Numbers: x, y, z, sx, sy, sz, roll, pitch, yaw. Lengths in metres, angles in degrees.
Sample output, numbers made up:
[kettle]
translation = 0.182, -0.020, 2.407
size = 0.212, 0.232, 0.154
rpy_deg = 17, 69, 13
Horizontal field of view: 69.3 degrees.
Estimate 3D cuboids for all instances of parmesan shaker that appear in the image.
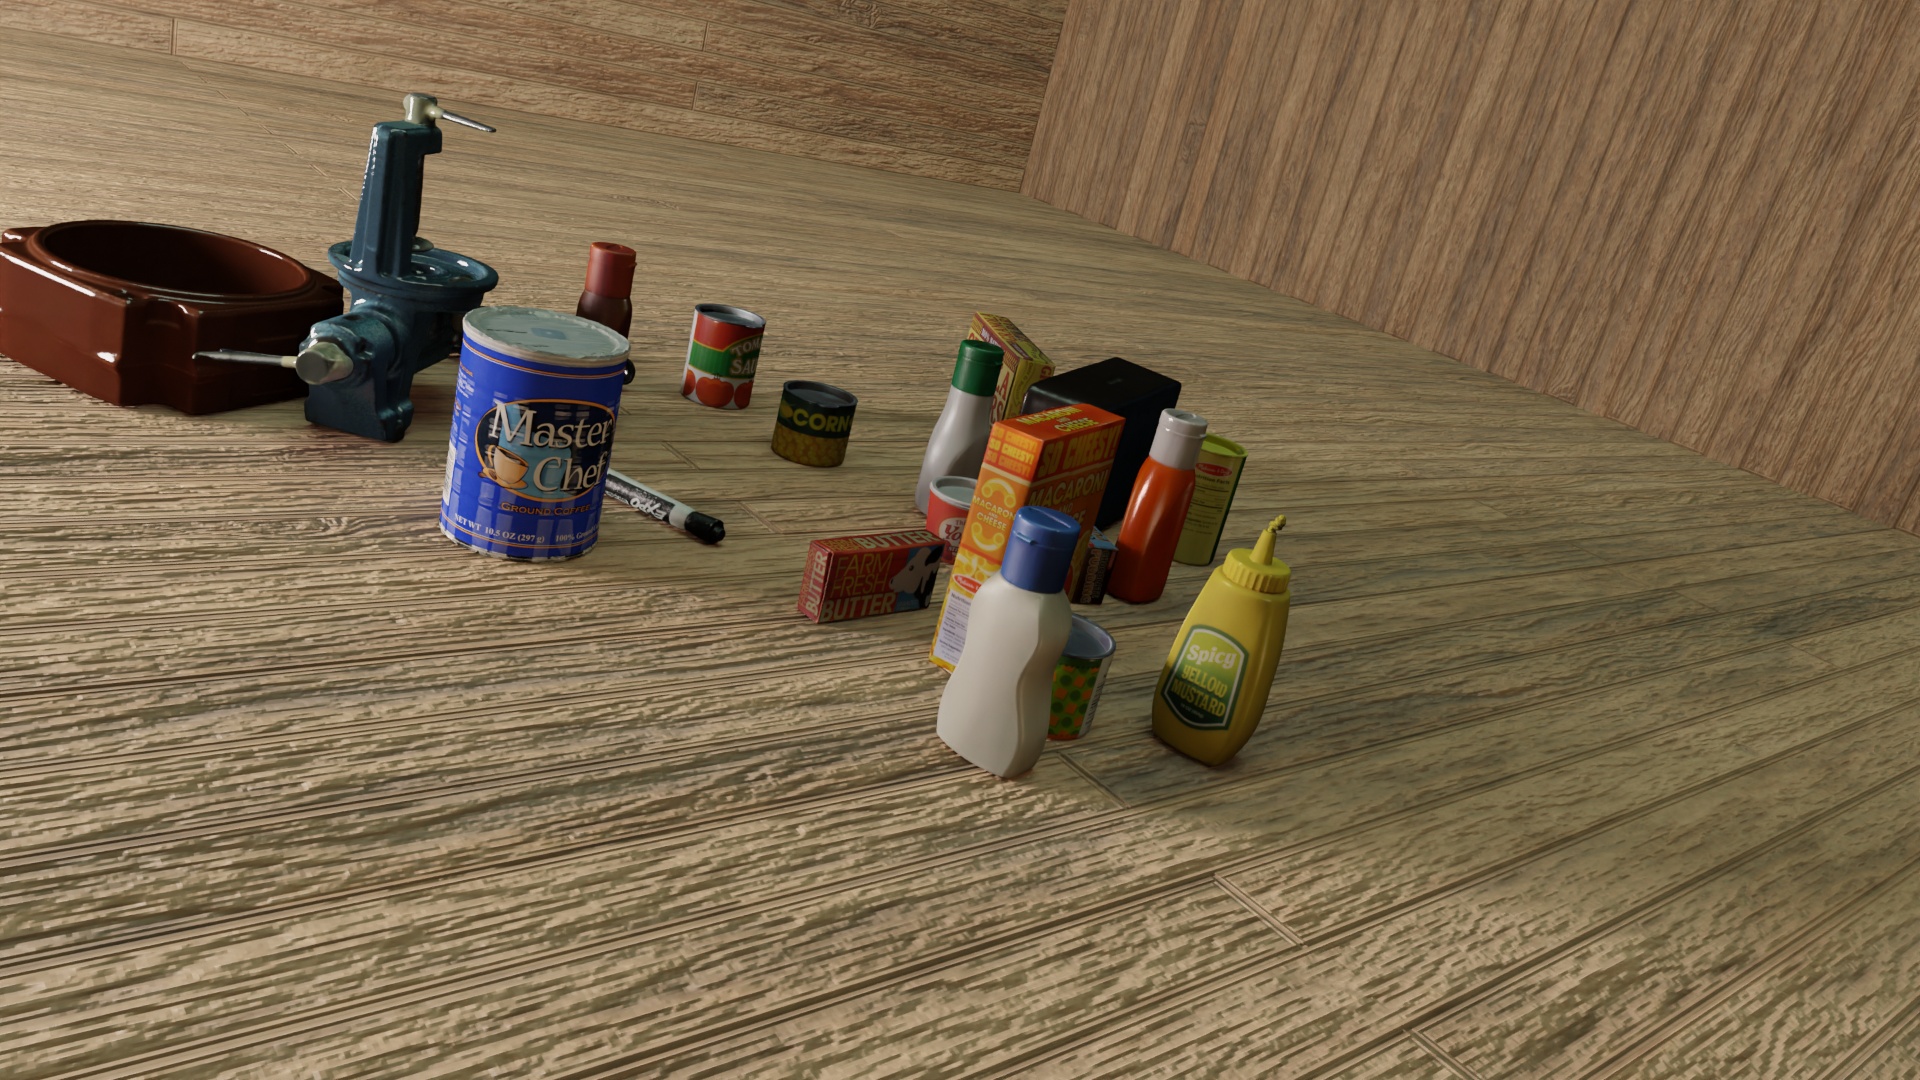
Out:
[parmesan shaker]
translation = 0.201, -0.039, 1.209
size = 0.071, 0.102, 0.071
rpy_deg = 13, 20, -5

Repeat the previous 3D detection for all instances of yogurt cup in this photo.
[yogurt cup]
translation = 0.004, -0.013, 1.075
size = 0.072, 0.053, 0.072
rpy_deg = 13, 20, -5

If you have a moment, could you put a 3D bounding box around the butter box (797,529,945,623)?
[butter box]
translation = -0.059, 0.023, 0.935
size = 0.104, 0.053, 0.024
rpy_deg = -5, 28, -44

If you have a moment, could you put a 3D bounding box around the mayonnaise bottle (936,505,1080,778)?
[mayonnaise bottle]
translation = 0.031, 0.055, 0.774
size = 0.065, 0.147, 0.041
rpy_deg = 29, 24, 34

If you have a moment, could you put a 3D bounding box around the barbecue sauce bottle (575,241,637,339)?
[barbecue sauce bottle]
translation = -0.295, -0.168, 1.139
size = 0.044, 0.148, 0.065
rpy_deg = 14, 19, -2

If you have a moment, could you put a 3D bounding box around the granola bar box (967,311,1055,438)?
[granola bar box]
translation = 0.035, -0.136, 1.322
size = 0.039, 0.123, 0.166
rpy_deg = 8, 21, -18

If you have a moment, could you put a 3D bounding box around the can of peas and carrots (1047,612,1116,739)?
[can of peas and carrots]
translation = 0.054, 0.080, 0.853
size = 0.071, 0.058, 0.071
rpy_deg = 13, 20, -5

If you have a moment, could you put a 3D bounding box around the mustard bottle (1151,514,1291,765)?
[mustard bottle]
translation = 0.166, 0.057, 0.847
size = 0.065, 0.159, 0.049
rpy_deg = 25, 22, 28

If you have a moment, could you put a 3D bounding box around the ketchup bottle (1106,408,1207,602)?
[ketchup bottle]
translation = 0.154, -0.027, 1.079
size = 0.043, 0.148, 0.065
rpy_deg = 25, 22, 26

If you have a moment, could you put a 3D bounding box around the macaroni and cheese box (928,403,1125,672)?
[macaroni and cheese box]
translation = 0.044, -0.002, 0.910
size = 0.040, 0.165, 0.124
rpy_deg = 24, 22, 25

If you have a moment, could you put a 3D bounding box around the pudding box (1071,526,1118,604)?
[pudding box]
translation = 0.087, 0.010, 1.079
size = 0.030, 0.049, 0.084
rpy_deg = 6, 22, -24

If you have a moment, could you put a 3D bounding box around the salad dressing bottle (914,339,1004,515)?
[salad dressing bottle]
translation = 0.001, -0.090, 1.142
size = 0.044, 0.147, 0.064
rpy_deg = 25, 22, 26

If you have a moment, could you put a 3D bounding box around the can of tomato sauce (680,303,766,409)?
[can of tomato sauce]
translation = -0.220, -0.171, 1.296
size = 0.071, 0.082, 0.071
rpy_deg = 13, 20, -5

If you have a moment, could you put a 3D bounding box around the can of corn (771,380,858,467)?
[can of corn]
translation = -0.127, -0.101, 1.210
size = 0.071, 0.058, 0.071
rpy_deg = 13, 20, -5
